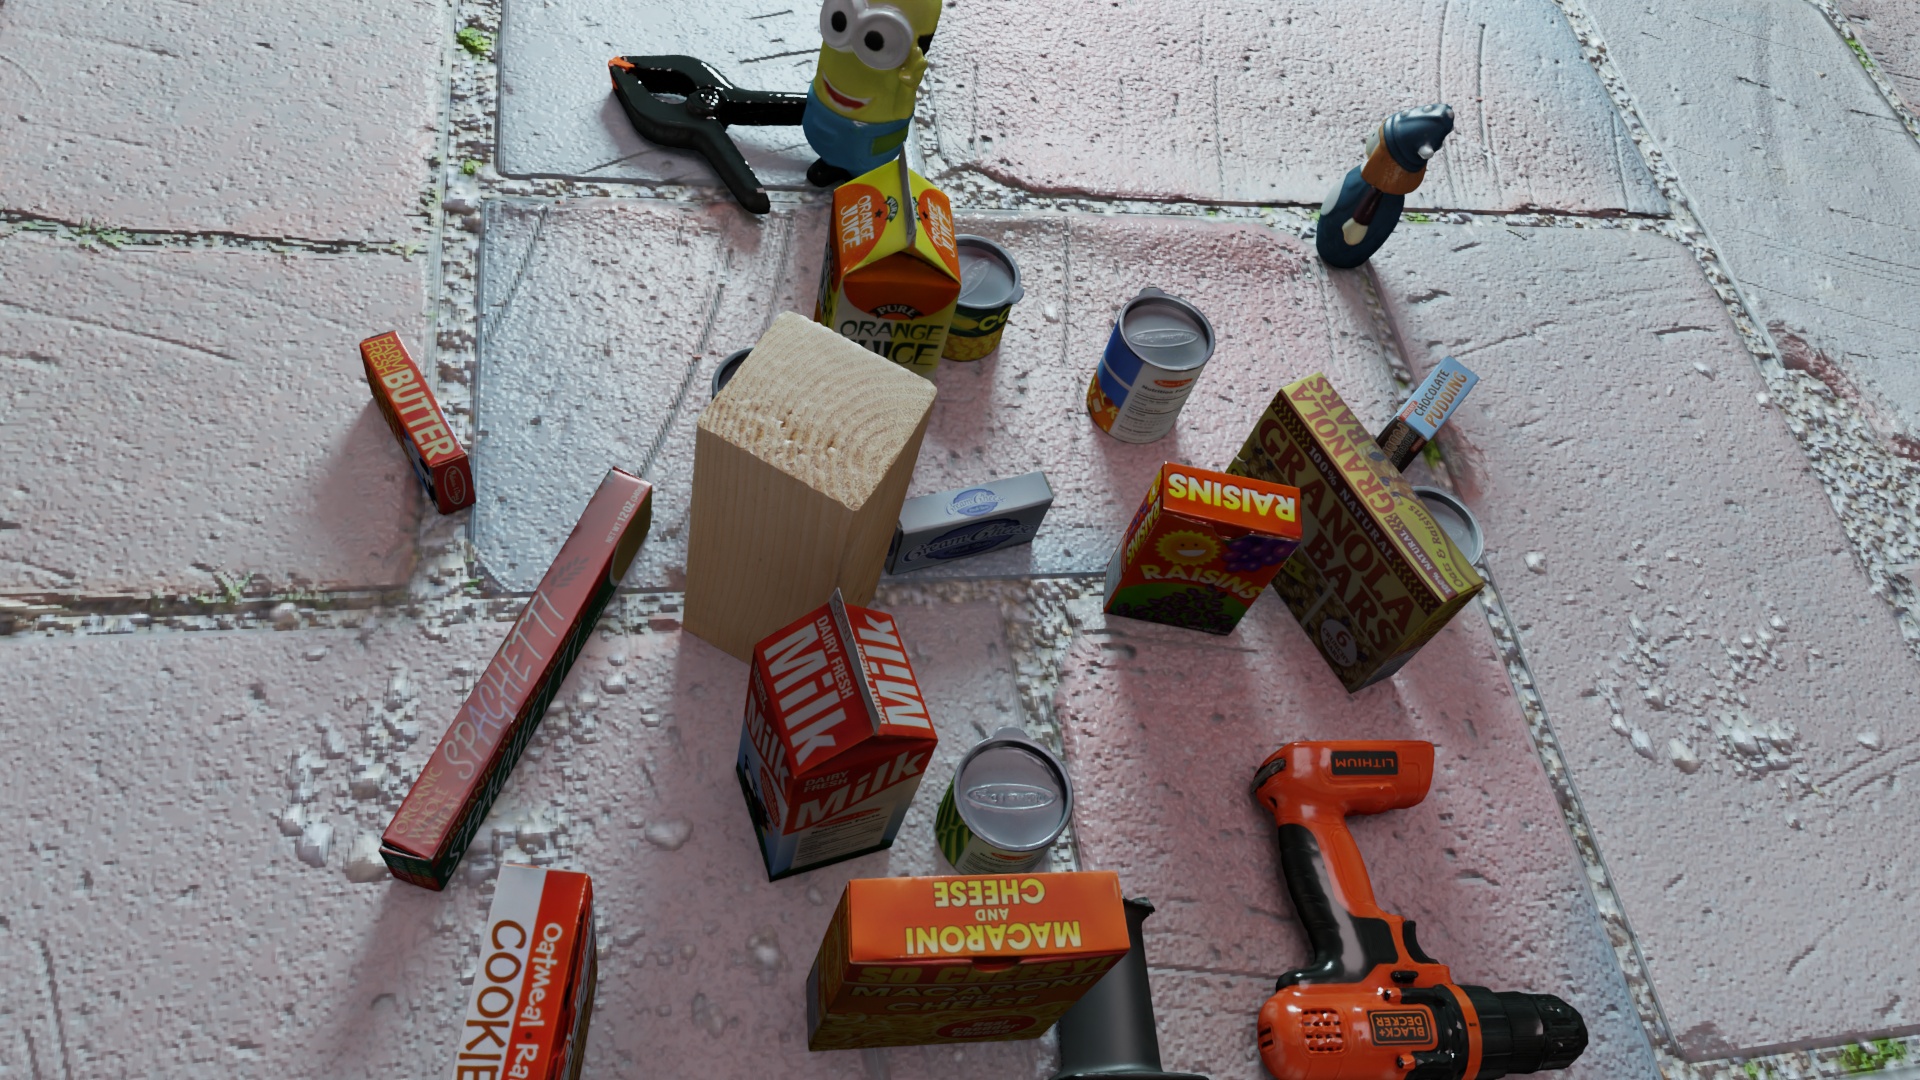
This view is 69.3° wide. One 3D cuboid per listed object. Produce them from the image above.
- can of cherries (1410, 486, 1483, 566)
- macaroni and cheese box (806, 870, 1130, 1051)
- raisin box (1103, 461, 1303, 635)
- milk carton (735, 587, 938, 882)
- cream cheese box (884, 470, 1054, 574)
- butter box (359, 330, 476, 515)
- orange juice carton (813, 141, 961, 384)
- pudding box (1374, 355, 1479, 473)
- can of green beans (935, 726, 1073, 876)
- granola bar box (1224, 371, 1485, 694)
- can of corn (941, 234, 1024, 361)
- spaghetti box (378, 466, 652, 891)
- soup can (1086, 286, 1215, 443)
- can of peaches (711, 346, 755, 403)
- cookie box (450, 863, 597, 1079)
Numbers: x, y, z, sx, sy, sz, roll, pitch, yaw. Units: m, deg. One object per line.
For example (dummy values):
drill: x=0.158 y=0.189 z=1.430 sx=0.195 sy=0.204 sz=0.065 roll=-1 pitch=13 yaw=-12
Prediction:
can of cherries: x=0.300 y=0.009 z=0.917 sx=0.071 sy=0.058 sz=0.072 roll=6 pitch=57 yaw=-9
macaroni and cheese box: x=-0.003 y=0.203 z=0.659 sx=0.124 sy=0.165 sz=0.040 roll=1 pitch=59 yaw=-12
raisin box: x=0.144 y=0.008 z=0.842 sx=0.086 sy=0.122 sz=0.040 roll=12 pitch=57 yaw=-6
milk carton: x=-0.064 y=0.099 z=0.696 sx=0.073 sy=0.189 sz=0.072 roll=-12 pitch=62 yaw=-20
cream cheese box: x=0.003 y=-0.011 z=0.863 sx=0.104 sy=0.053 sz=0.024 roll=-13 pitch=63 yaw=-20
butter box: x=-0.322 y=-0.070 z=0.824 sx=0.024 sy=0.052 sz=0.104 roll=-26 pitch=67 yaw=-26
orange juice carton: x=-0.047 y=-0.150 z=0.855 sx=0.073 sy=0.191 sz=0.072 roll=1 pitch=59 yaw=-12
pudding box: x=0.330 y=-0.089 z=0.991 sx=0.030 sy=0.049 sz=0.084 roll=39 pitch=58 yaw=12
can of green beans: x=0.023 y=0.149 z=0.764 sx=0.071 sy=0.057 sz=0.071 roll=6 pitch=57 yaw=-9
granola bar box: x=0.235 y=-0.003 z=0.870 sx=0.039 sy=0.123 sz=0.166 roll=-21 pitch=65 yaw=-24
can of corn: x=0.005 y=-0.165 z=0.957 sx=0.071 sy=0.058 sz=0.071 roll=6 pitch=57 yaw=-9
spaghetti box: x=-0.235 y=0.069 z=0.759 sx=0.029 sy=0.050 sz=0.251 roll=22 pitch=56 yaw=1
soup can: x=0.127 y=-0.118 z=0.941 sx=0.071 sy=0.083 sz=0.071 roll=6 pitch=58 yaw=-9
can of peaches: x=-0.124 y=-0.081 z=0.874 sx=0.071 sy=0.057 sz=0.071 roll=6 pitch=57 yaw=-9
cookie box: x=-0.187 y=0.226 z=0.601 sx=0.040 sy=0.166 sz=0.123 roll=8 pitch=57 yaw=-8
